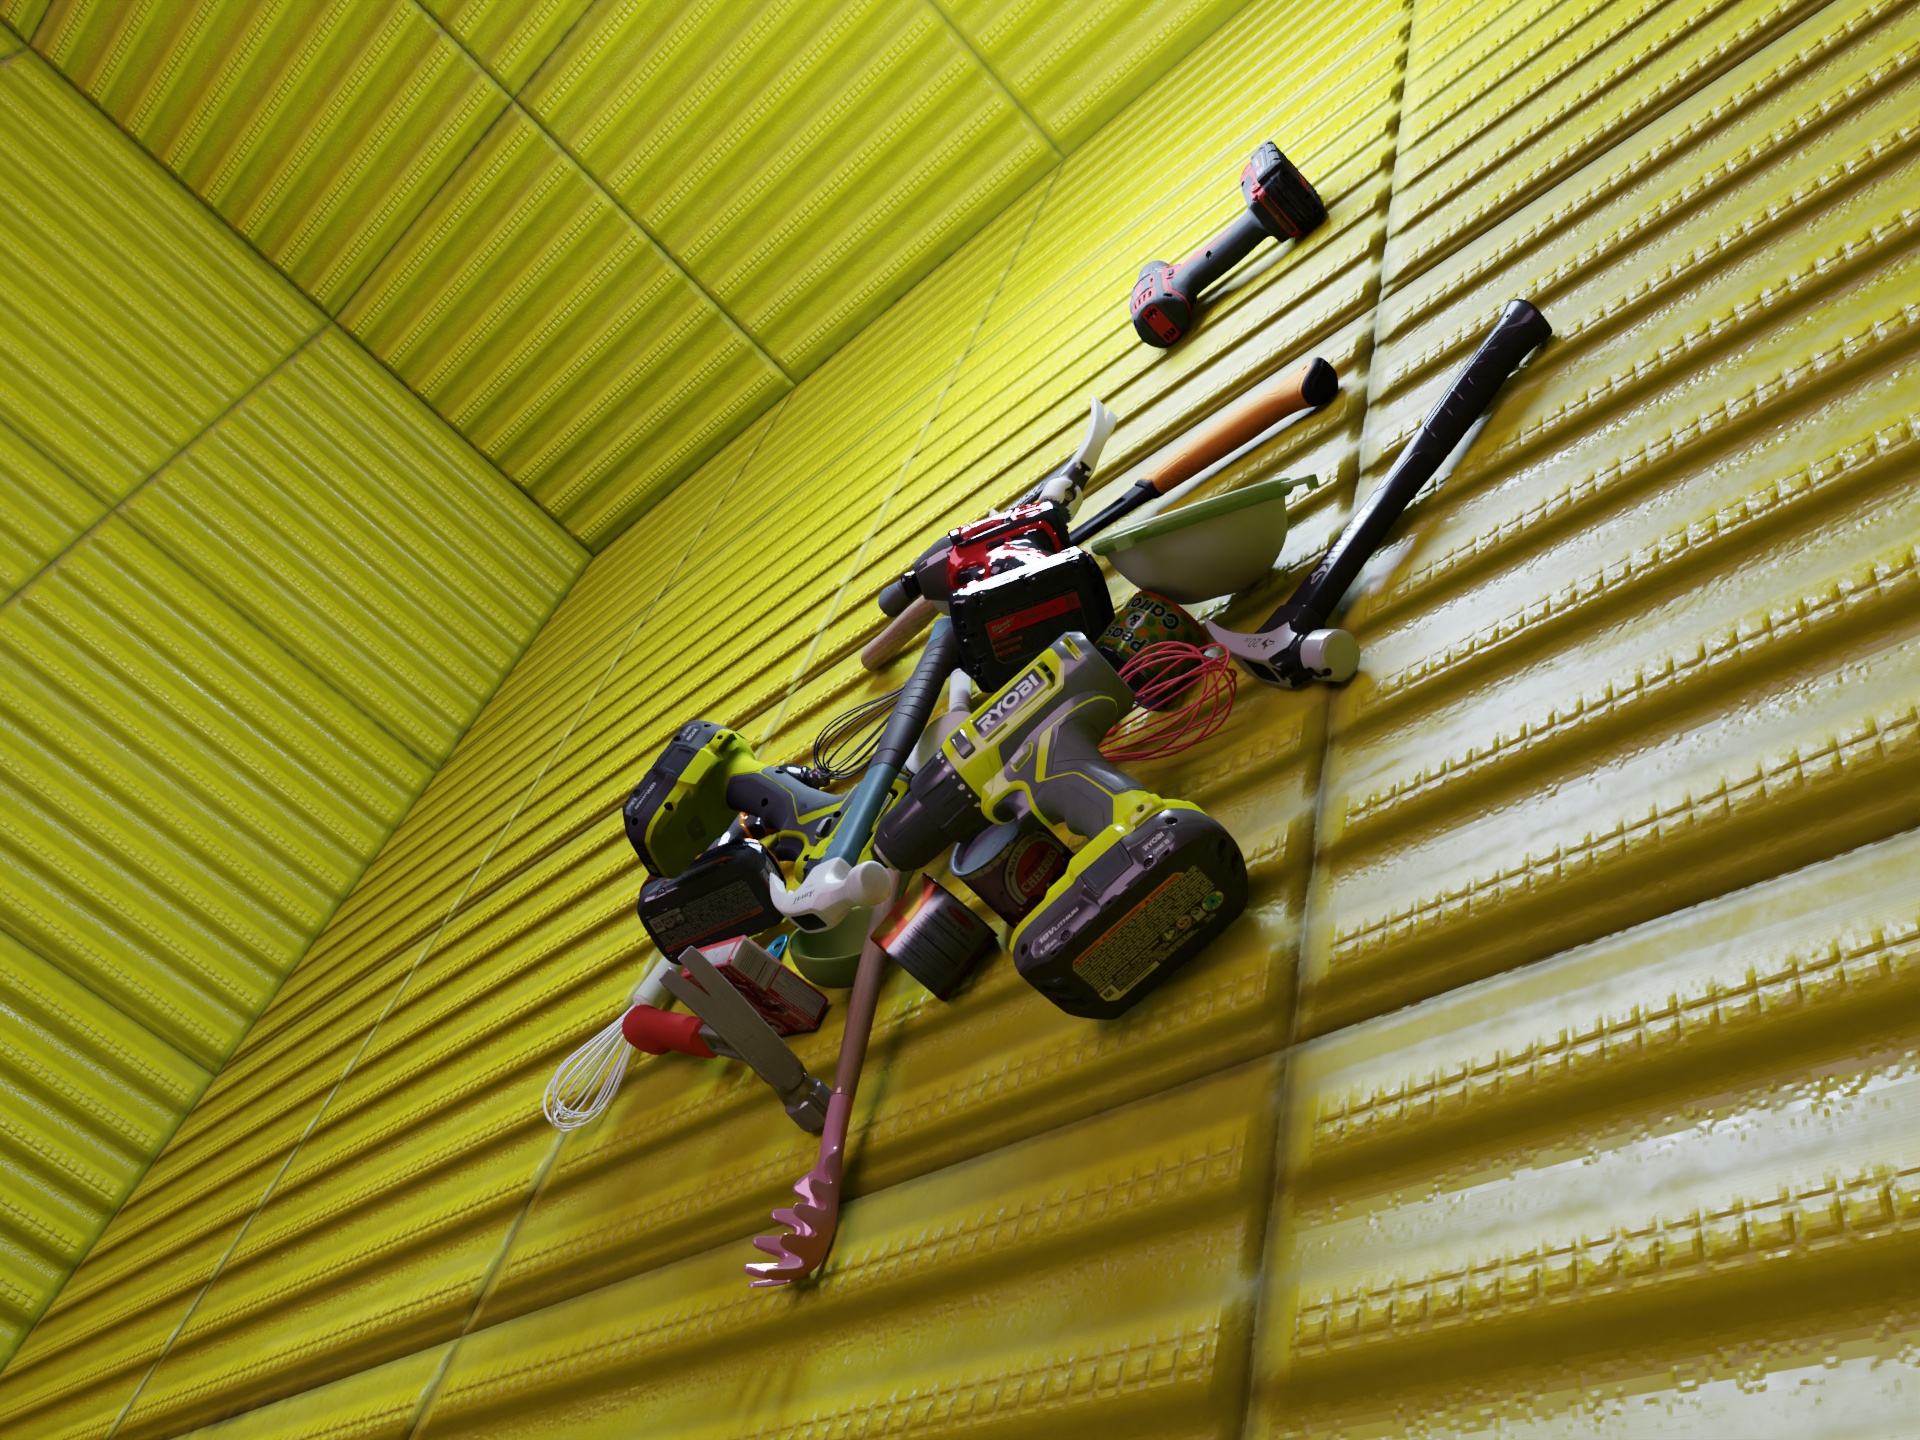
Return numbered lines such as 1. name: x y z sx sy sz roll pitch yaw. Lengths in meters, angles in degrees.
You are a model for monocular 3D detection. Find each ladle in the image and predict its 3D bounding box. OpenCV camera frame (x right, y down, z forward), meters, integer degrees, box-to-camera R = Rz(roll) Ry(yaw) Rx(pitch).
1. ladle: -0.023 0.060 1.189 0.078 0.062 0.320 14 68 49

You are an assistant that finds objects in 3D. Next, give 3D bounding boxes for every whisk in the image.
1. whisk: -0.044 -0.028 1.467 0.239 0.055 0.055 -40 20 1
2. whisk: -0.284 0.258 1.407 0.058 0.059 0.246 16 53 26
3. whisk: 0.087 0.019 1.108 0.296 0.073 0.073 -34 23 48

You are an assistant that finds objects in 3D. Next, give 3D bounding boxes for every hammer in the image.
1. hammer: 0.291 -0.157 1.063 0.335 0.035 0.146 -51 21 -14
2. hammer: -0.030 -0.108 1.505 0.130 0.031 0.331 -55 8 -24
3. hammer: 0.185 -0.218 1.390 0.337 0.034 0.127 -30 27 37
4. hammer: -0.054 0.031 1.214 0.128 0.033 0.331 -27 27 40
5. hammer: -0.206 0.230 1.193 0.037 0.149 0.359 -46 12 -22
6. hammer: 0.022 -0.189 1.581 0.409 0.036 0.149 -29 28 56

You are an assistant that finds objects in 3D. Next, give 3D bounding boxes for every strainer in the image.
1. strainer: -0.002 -0.004 1.329 0.087 0.050 0.259 -7 19 3
2. strainer: 0.167 -0.120 1.194 0.151 0.069 0.256 -18 2 -8

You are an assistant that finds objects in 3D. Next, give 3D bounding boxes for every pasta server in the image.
1. pasta server: -0.078 0.218 1.029 0.060 0.040 0.316 -49 21 43

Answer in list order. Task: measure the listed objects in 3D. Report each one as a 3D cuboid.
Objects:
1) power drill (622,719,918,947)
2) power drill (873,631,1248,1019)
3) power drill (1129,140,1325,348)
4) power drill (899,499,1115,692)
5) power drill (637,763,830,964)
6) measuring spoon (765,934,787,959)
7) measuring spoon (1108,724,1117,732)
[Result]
1. power drill: -0.153 0.091 1.281 0.223 0.080 0.171 15 55 27
2. power drill: 0.051 0.067 0.950 0.190 0.080 0.229 -42 38 6
3. power drill: 0.273 -0.509 1.710 0.226 0.080 0.188 -40 20 25
4. power drill: 0.032 -0.105 1.235 0.143 0.078 0.220 -20 23 -2
5. power drill: -0.199 0.114 1.440 0.164 0.084 0.227 -24 21 10
6. measuring spoon: -0.159 0.216 1.282 0.042 0.021 0.129 -20 20 23
7. measuring spoon: 0.111 -0.020 1.200 0.021 0.011 0.117 -46 22 24
